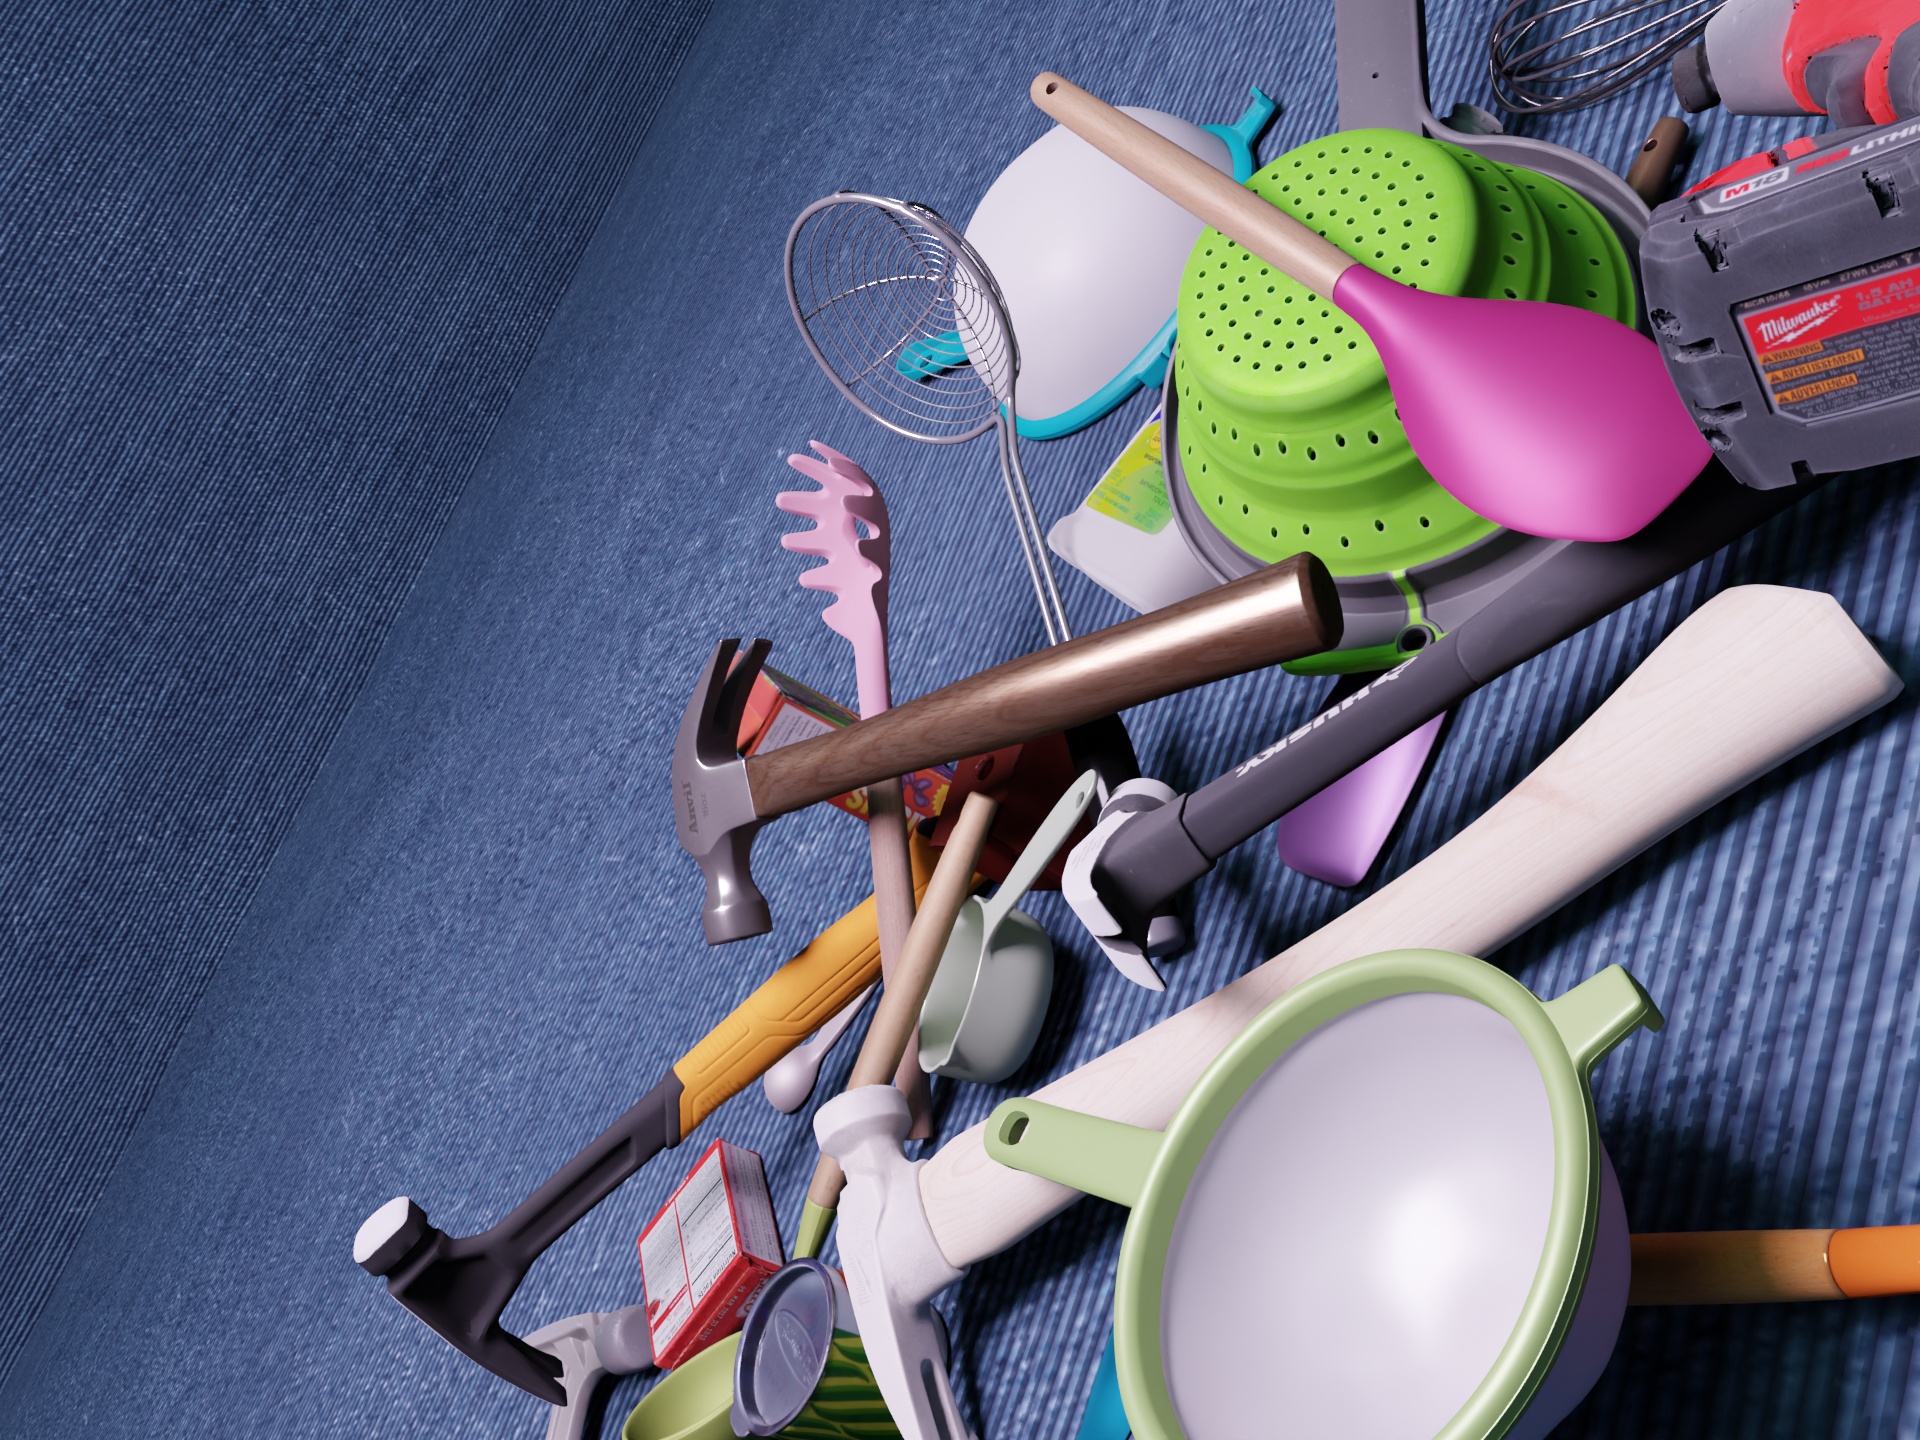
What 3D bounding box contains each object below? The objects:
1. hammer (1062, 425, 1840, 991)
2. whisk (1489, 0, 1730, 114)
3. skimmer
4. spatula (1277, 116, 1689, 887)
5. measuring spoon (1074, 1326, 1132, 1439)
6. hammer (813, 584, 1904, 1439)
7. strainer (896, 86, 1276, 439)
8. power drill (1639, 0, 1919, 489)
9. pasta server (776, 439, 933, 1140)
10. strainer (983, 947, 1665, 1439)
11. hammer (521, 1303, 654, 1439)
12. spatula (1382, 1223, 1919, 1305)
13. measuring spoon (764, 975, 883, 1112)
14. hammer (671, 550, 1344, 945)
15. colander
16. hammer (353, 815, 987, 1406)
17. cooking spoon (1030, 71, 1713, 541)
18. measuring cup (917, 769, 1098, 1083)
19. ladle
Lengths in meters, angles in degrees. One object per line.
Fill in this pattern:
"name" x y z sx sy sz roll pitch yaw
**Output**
"hammer" 0.169 -0.027 0.486 0.334 0.035 0.146 -35 5 20
"whisk" 0.297 -0.279 0.586 0.239 0.055 0.055 0 63 54
"skimmer" 0.005 -0.068 0.680 0.127 0.090 0.364 122 137 -57
"spatula" 0.196 -0.085 0.590 0.060 0.018 0.316 22 83 57
"measuring spoon" 0.055 0.217 0.511 0.042 0.021 0.128 25 95 38
"hammer" 0.108 0.103 0.517 0.410 0.038 0.146 -40 53 26
"strainer" 0.028 -0.273 0.969 0.340 0.095 0.211 -3 61 57
"power drill" 0.260 -0.167 0.435 0.143 0.078 0.220 -11 38 41
"pasta server" -0.041 0.028 0.719 0.060 0.040 0.316 -21 73 54
"strainer" 0.089 0.143 0.449 0.256 0.069 0.151 -12 47 63
"hammer" -0.217 0.462 0.734 0.149 0.036 0.359 -35 36 39
"spatula" 0.194 0.134 0.381 0.322 0.041 0.081 -28 40 52
"measuring spoon" -0.064 0.144 0.803 0.124 0.018 0.034 -55 28 7
"hammer" -0.001 -0.002 0.642 0.331 0.031 0.130 -19 80 36
"colander" 0.151 -0.218 0.608 0.204 0.094 0.397 -11 64 33
"hammer" -0.111 0.171 0.745 0.337 0.127 0.034 -41 22 -4
"cooking spoon" 0.113 -0.156 0.531 0.069 0.017 0.319 -47 51 8
"measuring cup" 0.030 0.083 0.642 0.083 0.038 0.167 -88 22 -51
"ladle" -0.060 0.176 0.676 0.078 0.062 0.320 -107 38 -87
